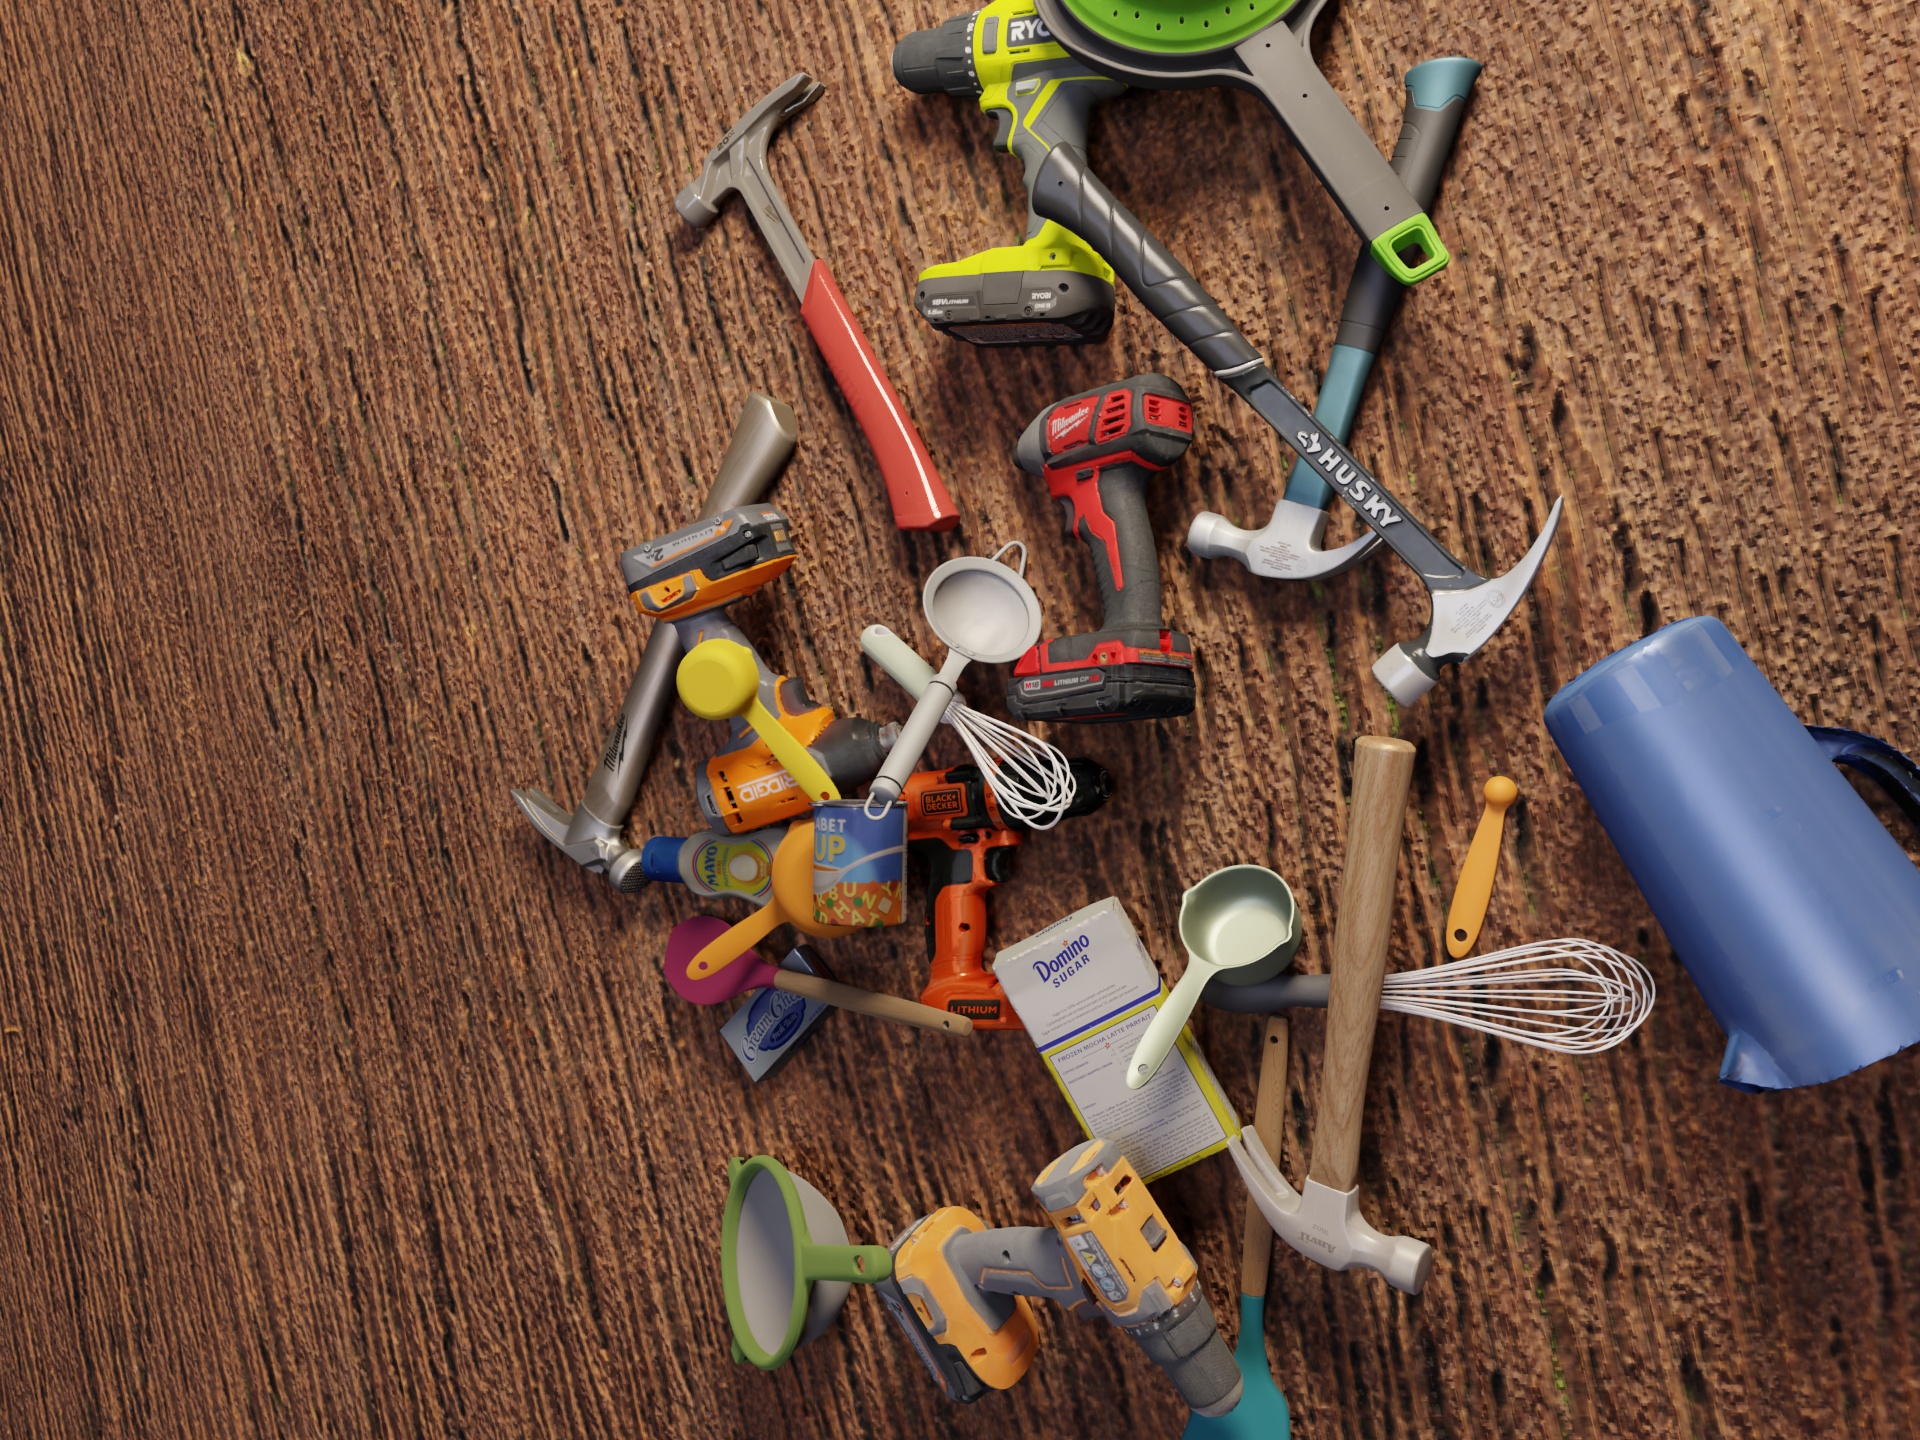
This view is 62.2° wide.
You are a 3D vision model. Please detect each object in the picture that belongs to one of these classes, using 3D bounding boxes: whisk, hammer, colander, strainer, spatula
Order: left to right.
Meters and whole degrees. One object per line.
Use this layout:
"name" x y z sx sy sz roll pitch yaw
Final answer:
"hammer" -0.237 -0.071 1.270 0.146 0.038 0.410 32 106 26
"strainer" -0.095 0.388 1.147 0.256 0.069 0.152 -27 62 55
"hammer" -0.087 -0.298 1.180 0.149 0.036 0.359 -35 74 25
"strainer" -0.011 -0.026 1.063 0.087 0.259 0.050 29 140 -2
"whisk" -0.002 -0.004 1.102 0.247 0.057 0.059 42 130 43
"colander" 0.176 -0.434 0.951 0.204 0.094 0.397 -30 73 1
"spatula" 0.192 0.351 1.036 0.082 0.044 0.317 6 93 26
"hammer" 0.188 -0.206 0.972 0.149 0.036 0.409 -45 78 20
"hammer" 0.235 0.172 0.961 0.130 0.031 0.331 12 104 36
"hammer" 0.250 -0.246 0.994 0.128 0.033 0.331 22 102 28
"whisk" 0.276 0.167 0.981 0.285 0.070 0.070 -5 89 35

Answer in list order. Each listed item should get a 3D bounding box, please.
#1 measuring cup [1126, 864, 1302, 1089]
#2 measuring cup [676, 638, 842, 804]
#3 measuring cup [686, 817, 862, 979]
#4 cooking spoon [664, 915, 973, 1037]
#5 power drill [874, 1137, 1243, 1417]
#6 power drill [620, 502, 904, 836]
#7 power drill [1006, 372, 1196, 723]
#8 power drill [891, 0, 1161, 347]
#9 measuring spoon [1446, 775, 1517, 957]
"measuring cup" 0.157 0.169 1.010 0.083 0.038 0.167 20 67 41
"measuring cup" -0.141 0.009 1.130 0.062 0.029 0.156 -42 91 19
"measuring cup" -0.129 0.140 1.159 0.173 0.052 0.095 -36 95 -4
"cooking spoon" -0.115 0.197 1.179 0.319 0.017 0.069 6 82 41
"power drill" 0.067 0.389 1.056 0.226 0.084 0.185 -34 89 39
"power drill" -0.142 -0.041 1.175 0.164 0.084 0.226 -18 95 16
"power drill" 0.088 -0.110 1.057 0.143 0.078 0.220 -5 83 49
"power drill" 0.033 -0.378 1.089 0.190 0.080 0.228 5 91 28
"measuring spoon" 0.318 0.091 0.976 0.021 0.011 0.117 17 99 28
